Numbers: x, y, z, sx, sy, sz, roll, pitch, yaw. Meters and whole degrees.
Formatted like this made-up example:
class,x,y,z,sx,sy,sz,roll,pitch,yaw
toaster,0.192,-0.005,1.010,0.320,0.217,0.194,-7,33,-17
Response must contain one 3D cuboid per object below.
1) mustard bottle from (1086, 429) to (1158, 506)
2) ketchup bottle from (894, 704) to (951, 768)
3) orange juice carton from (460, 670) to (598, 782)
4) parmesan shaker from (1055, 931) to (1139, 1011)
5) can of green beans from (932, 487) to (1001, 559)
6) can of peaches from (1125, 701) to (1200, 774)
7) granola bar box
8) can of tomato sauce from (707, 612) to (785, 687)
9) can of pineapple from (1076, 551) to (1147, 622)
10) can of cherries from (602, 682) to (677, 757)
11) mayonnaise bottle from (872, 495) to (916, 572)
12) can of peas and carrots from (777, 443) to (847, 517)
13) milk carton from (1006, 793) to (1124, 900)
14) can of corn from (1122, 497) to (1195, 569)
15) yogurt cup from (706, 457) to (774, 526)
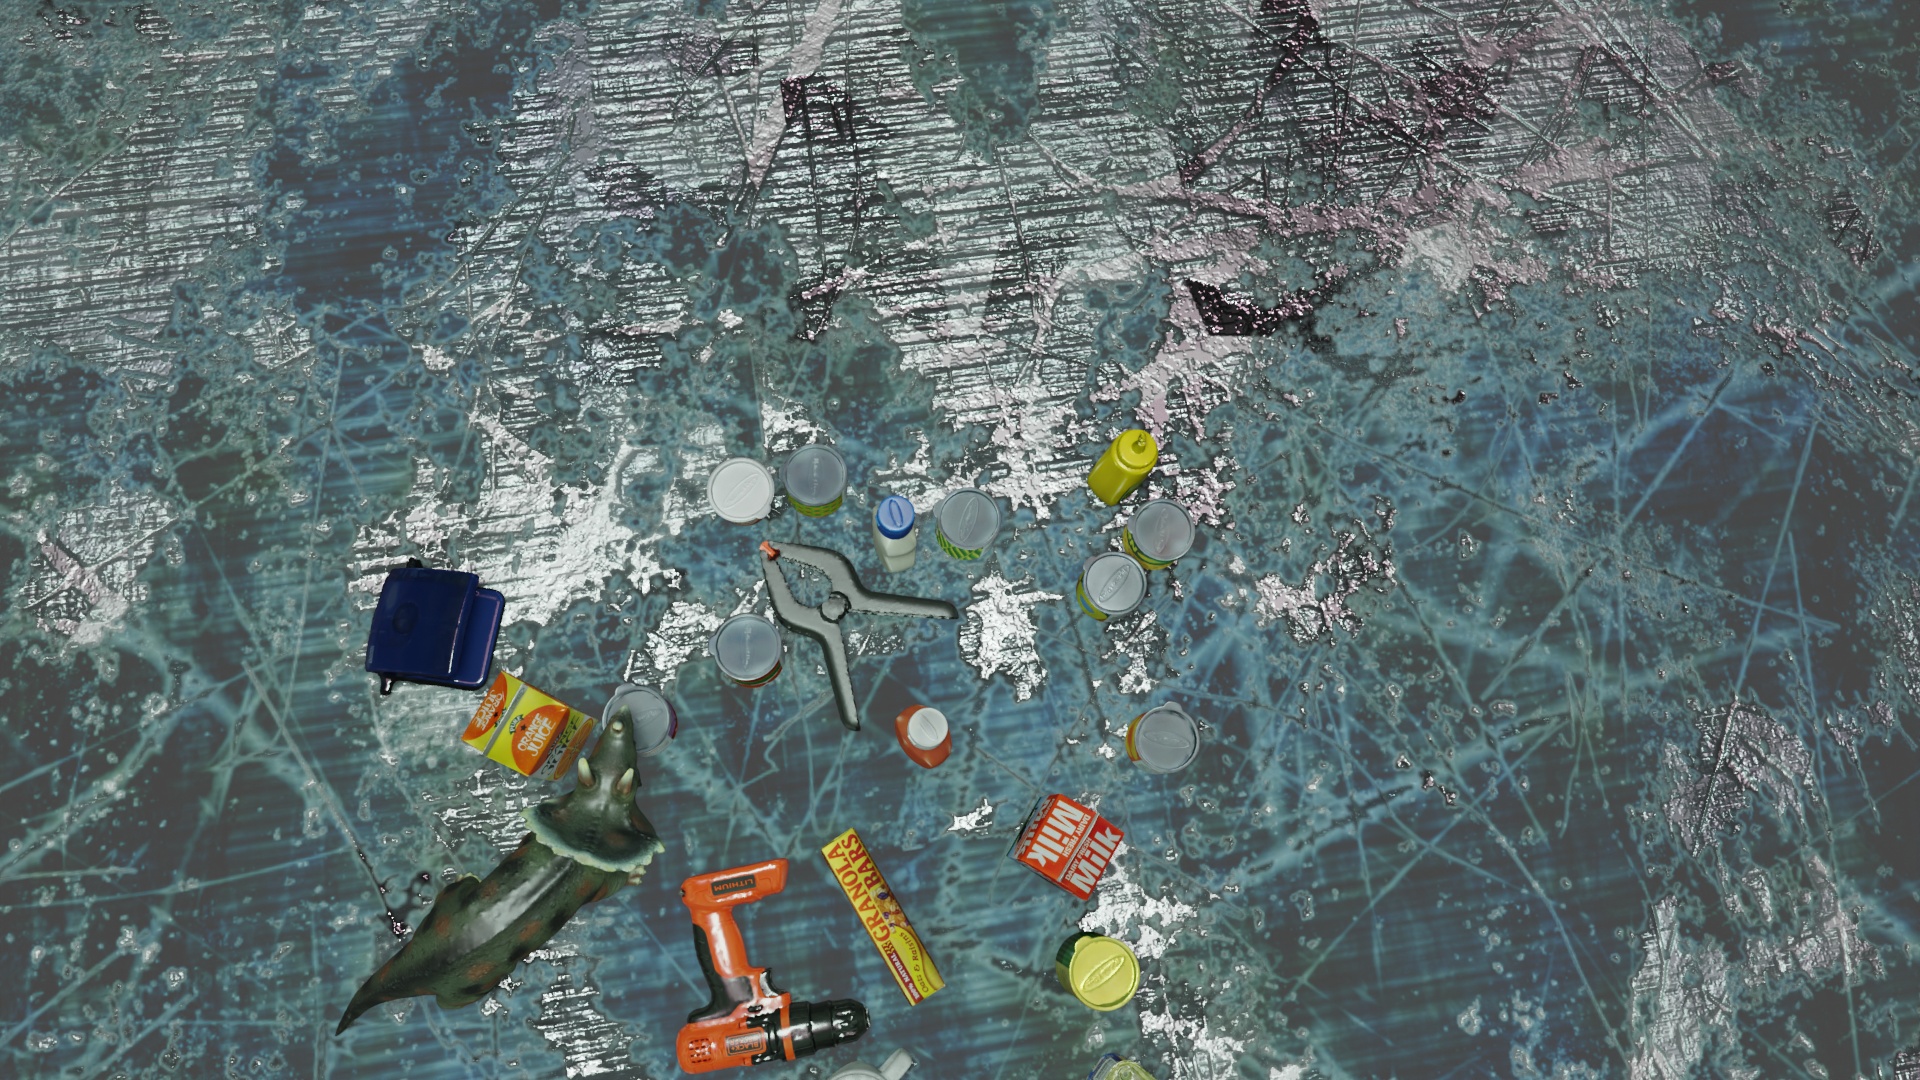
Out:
class,x,y,z,sx,sy,sz,roll,pitch,yaw
mustard bottle,0.171,-0.080,1.418,0.065,0.160,0.049,-43,84,-11
ketchup bottle,-0.035,0.188,1.348,0.043,0.148,0.065,-37,83,-10
orange juice carton,-0.405,0.175,1.302,0.073,0.192,0.072,28,77,2
parmesan shaker,0.128,0.409,1.333,0.071,0.103,0.071,1,78,-4
can of green beans,0.007,-0.017,1.444,0.071,0.057,0.071,1,77,-4
can of peaches,0.205,0.201,1.409,0.071,0.058,0.071,1,77,-4
granola bar box,-0.076,0.354,1.320,0.039,0.124,0.165,-31,81,-10
can of tomato sauce,-0.212,0.111,1.386,0.071,0.083,0.071,1,78,-4
can of pineapple,0.155,0.047,1.440,0.071,0.057,0.071,1,77,-4
can of cherries,-0.317,0.178,1.377,0.071,0.058,0.071,1,77,-4
mayonnaise bottle,-0.066,-0.010,1.391,0.041,0.147,0.065,-17,79,-7
can of peas and carrots,-0.153,-0.061,1.442,0.071,0.058,0.071,1,77,-4
milk carton,0.099,0.289,1.314,0.073,0.190,0.072,31,78,3
can of corn,0.204,-0.006,1.456,0.071,0.058,0.071,1,77,-4
yogurt cup,-0.225,-0.047,1.436,0.072,0.054,0.072,1,77,-4
